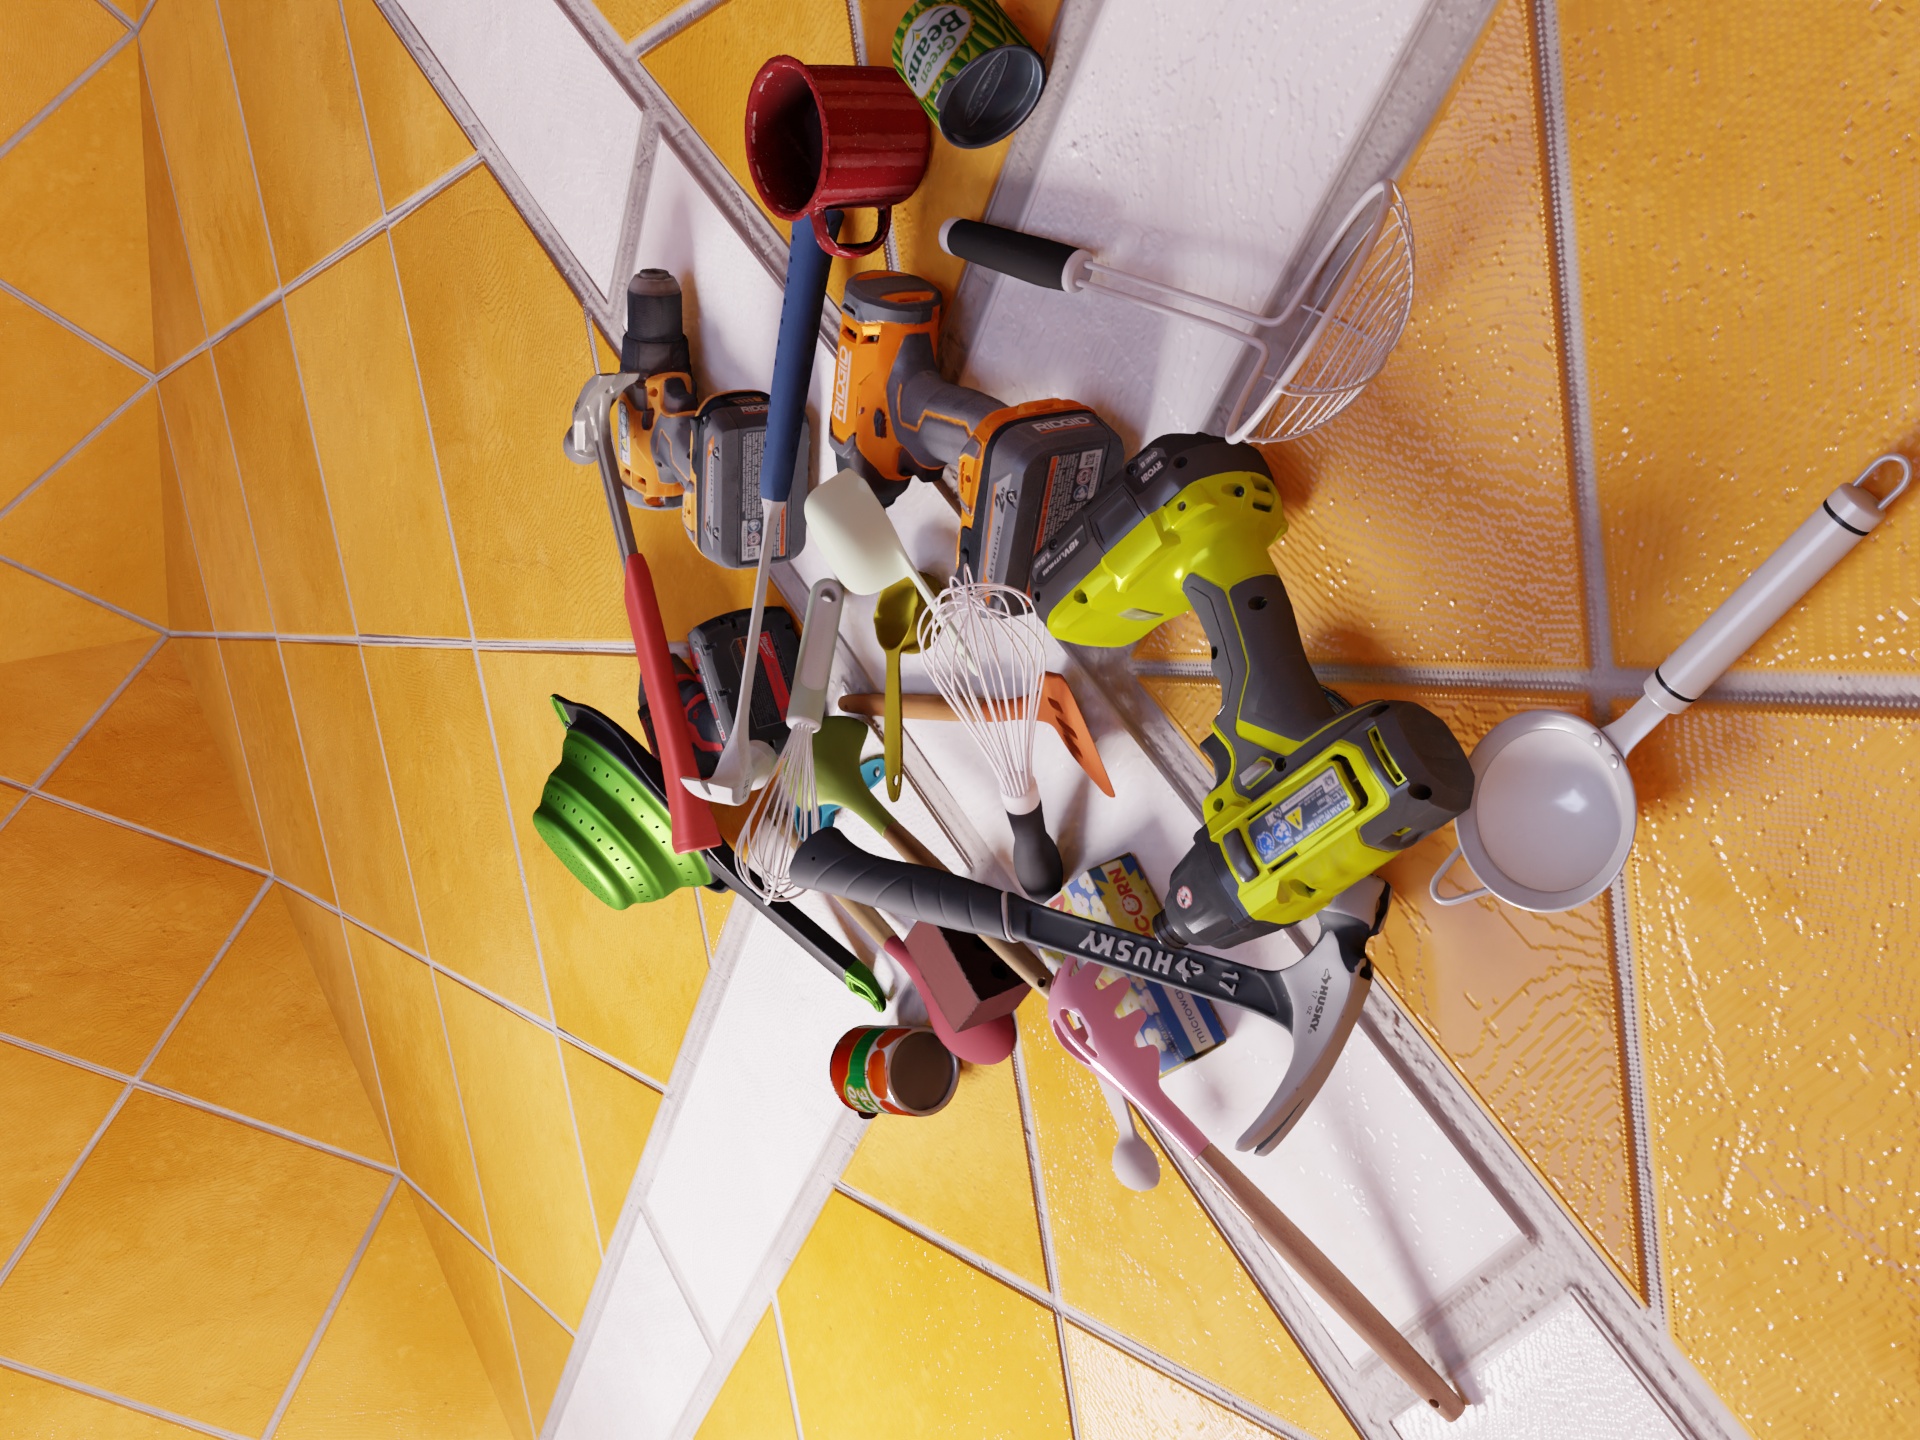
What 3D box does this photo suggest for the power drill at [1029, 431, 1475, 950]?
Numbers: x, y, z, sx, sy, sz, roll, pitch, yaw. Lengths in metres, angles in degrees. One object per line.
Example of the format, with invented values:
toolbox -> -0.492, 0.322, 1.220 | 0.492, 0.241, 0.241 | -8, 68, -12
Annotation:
power drill -> 0.124, -0.011, 0.767 | 0.171, 0.080, 0.223 | -42, 57, 34

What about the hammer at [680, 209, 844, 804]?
hammer -> -0.127, -0.137, 1.067 | 0.035, 0.144, 0.405 | 11, 101, 5

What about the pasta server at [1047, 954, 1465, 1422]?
pasta server -> 0.158, 0.255, 0.883 | 0.316, 0.040, 0.060 | 45, 137, 16

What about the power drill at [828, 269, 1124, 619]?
power drill -> -0.006, -0.153, 0.953 | 0.227, 0.084, 0.164 | 46, 139, 40

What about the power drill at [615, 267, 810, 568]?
power drill -> -0.196, -0.228, 1.192 | 0.226, 0.084, 0.185 | 37, 131, 48

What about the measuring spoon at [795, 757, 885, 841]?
measuring spoon -> -0.084, 0.057, 1.204 | 0.128, 0.021, 0.042 | -34, 61, 45

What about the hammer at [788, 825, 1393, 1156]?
hammer -> 0.043, 0.122, 0.911 | 0.409, 0.036, 0.149 | 10, 78, 43

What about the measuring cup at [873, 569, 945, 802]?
measuring cup -> -0.032, -0.023, 1.042 | 0.062, 0.029, 0.156 | -16, 70, 58

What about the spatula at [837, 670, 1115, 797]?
spatula -> -0.002, -0.003, 1.036 | 0.323, 0.041, 0.081 | 3, 122, 56

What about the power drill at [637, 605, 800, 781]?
power drill -> -0.201, -0.015, 1.286 | 0.219, 0.078, 0.143 | -23, 84, 59

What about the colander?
colander -> -0.228, 0.134, 1.293 | 0.397, 0.094, 0.204 | 36, 157, 25

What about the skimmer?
skimmer -> 0.079, -0.227, 0.791 | 0.364, 0.090, 0.127 | 34, 97, 46

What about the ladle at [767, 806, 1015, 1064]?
ladle -> -0.065, 0.152, 1.201 | 0.316, 0.031, 0.069 | 41, 124, 42

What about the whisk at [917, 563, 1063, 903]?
whisk -> 0.029, 0.022, 0.921 | 0.070, 0.070, 0.284 | 42, 158, 38

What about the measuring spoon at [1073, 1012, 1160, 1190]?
measuring spoon -> 0.087, 0.225, 0.953 | 0.034, 0.018, 0.124 | -22, 88, 55

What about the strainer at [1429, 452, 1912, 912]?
strainer -> 0.281, -0.006, 0.638 | 0.258, 0.050, 0.087 | -59, 44, 40

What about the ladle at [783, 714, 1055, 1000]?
ladle -> -0.025, 0.093, 1.073 | 0.078, 0.062, 0.320 | -52, 49, 4

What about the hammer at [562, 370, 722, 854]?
hammer -> -0.236, -0.077, 1.207 | 0.149, 0.036, 0.359 | -23, 80, 64

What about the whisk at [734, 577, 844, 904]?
whisk -> -0.110, 0.010, 1.103 | 0.059, 0.057, 0.246 | 129, 152, -63

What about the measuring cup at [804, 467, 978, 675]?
measuring cup -> -0.044, -0.080, 0.955 | 0.168, 0.038, 0.083 | 55, 169, 28
